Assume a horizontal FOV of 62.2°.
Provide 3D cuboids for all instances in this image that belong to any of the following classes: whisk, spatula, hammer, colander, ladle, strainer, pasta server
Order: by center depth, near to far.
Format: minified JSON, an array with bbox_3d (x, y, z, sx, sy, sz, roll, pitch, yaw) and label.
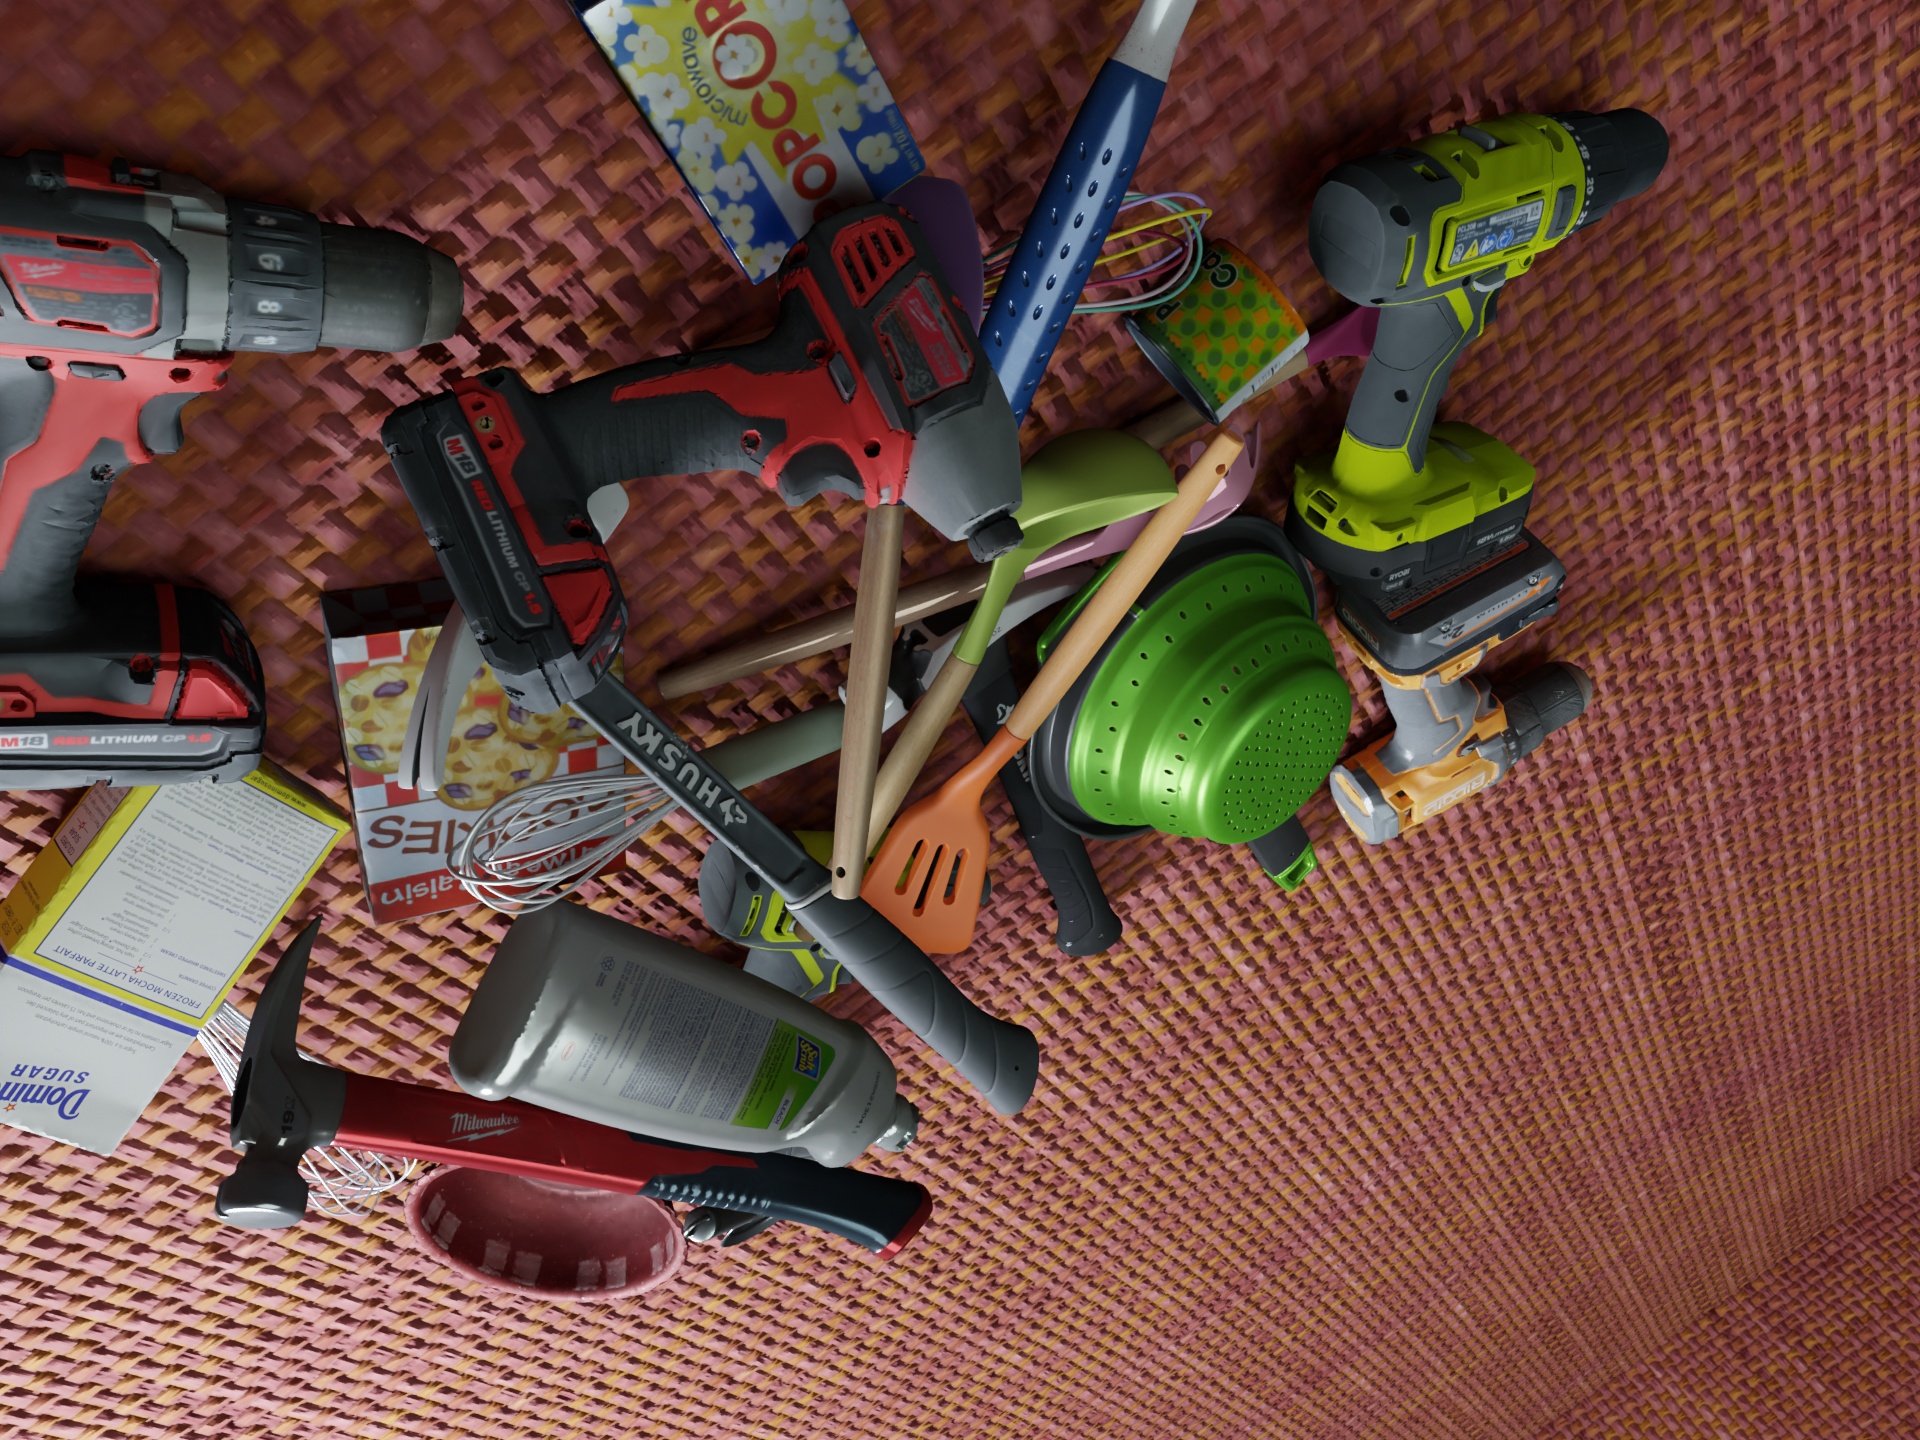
[{"bbox_3d":[0.080,-0.264,0.626,0.144,0.035,0.405,16,114,-24],"label":"hammer"},{"bbox_3d":[-0.032,-0.069,0.684,0.018,0.060,0.315,-26,127,-61],"label":"spatula"},{"bbox_3d":[-0.002,-0.183,0.695,0.245,0.047,0.051,-19,123,-9],"label":"whisk"},{"bbox_3d":[-0.082,0.073,0.735,0.408,0.036,0.149,48,59,-34],"label":"hammer"},{"bbox_3d":[-0.131,0.030,0.754,0.246,0.059,0.057,-23,121,-44],"label":"whisk"},{"bbox_3d":[-0.001,-0.002,0.761,0.078,0.062,0.320,-11,138,-54],"label":"ladle"},{"bbox_3d":[0.001,-0.074,0.773,0.316,0.040,0.060,-19,179,0],"label":"pasta server"},{"bbox_3d":[-0.355,0.156,0.774,0.070,0.070,0.284,-27,131,-7],"label":"whisk"},{"bbox_3d":[0.044,-0.006,0.784,0.081,0.041,0.322,16,124,-31],"label":"spatula"},{"bbox_3d":[-0.176,0.214,0.834,0.386,0.143,0.038,21,141,-33],"label":"hammer"},{"bbox_3d":[0.047,0.040,0.914,0.146,0.035,0.334,-38,140,-10],"label":"hammer"},{"bbox_3d":[0.176,0.036,0.927,0.204,0.095,0.396,-46,142,-3],"label":"colander"},{"bbox_3d":[-0.133,0.298,0.984,0.087,0.050,0.258,-38,167,-3],"label":"strainer"}]

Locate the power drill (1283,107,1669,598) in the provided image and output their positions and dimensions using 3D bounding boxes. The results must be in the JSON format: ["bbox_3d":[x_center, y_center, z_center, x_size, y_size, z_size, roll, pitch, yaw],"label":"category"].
[{"bbox_3d":[0.251,-0.188,0.792,0.190,0.080,0.228,-22,138,-22],"label":"power drill"}]

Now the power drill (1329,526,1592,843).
[{"bbox_3d":[0.319,-0.033,0.991,0.185,0.084,0.226,-27,141,-8],"label":"power drill"}]

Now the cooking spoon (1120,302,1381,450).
[{"bbox_3d":[0.150,-0.174,0.806,0.319,0.017,0.068,-29,142,-6],"label":"cooking spoon"}]

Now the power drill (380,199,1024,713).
[{"bbox_3d":[-0.086,-0.093,0.597,0.219,0.143,0.078,-26,175,-12],"label":"power drill"}]

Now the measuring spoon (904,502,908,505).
[{"bbox_3d":[-0.067,-0.131,0.722,0.128,0.021,0.042,13,121,-28],"label":"measuring spoon"}]

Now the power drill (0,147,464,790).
[{"bbox_3d":[-0.289,-0.089,0.582,0.187,0.080,0.226,-1,125,-30],"label":"power drill"}]

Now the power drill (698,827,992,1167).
[{"bbox_3d":[-0.085,0.161,0.924,0.171,0.080,0.223,4,122,-32],"label":"power drill"}]
